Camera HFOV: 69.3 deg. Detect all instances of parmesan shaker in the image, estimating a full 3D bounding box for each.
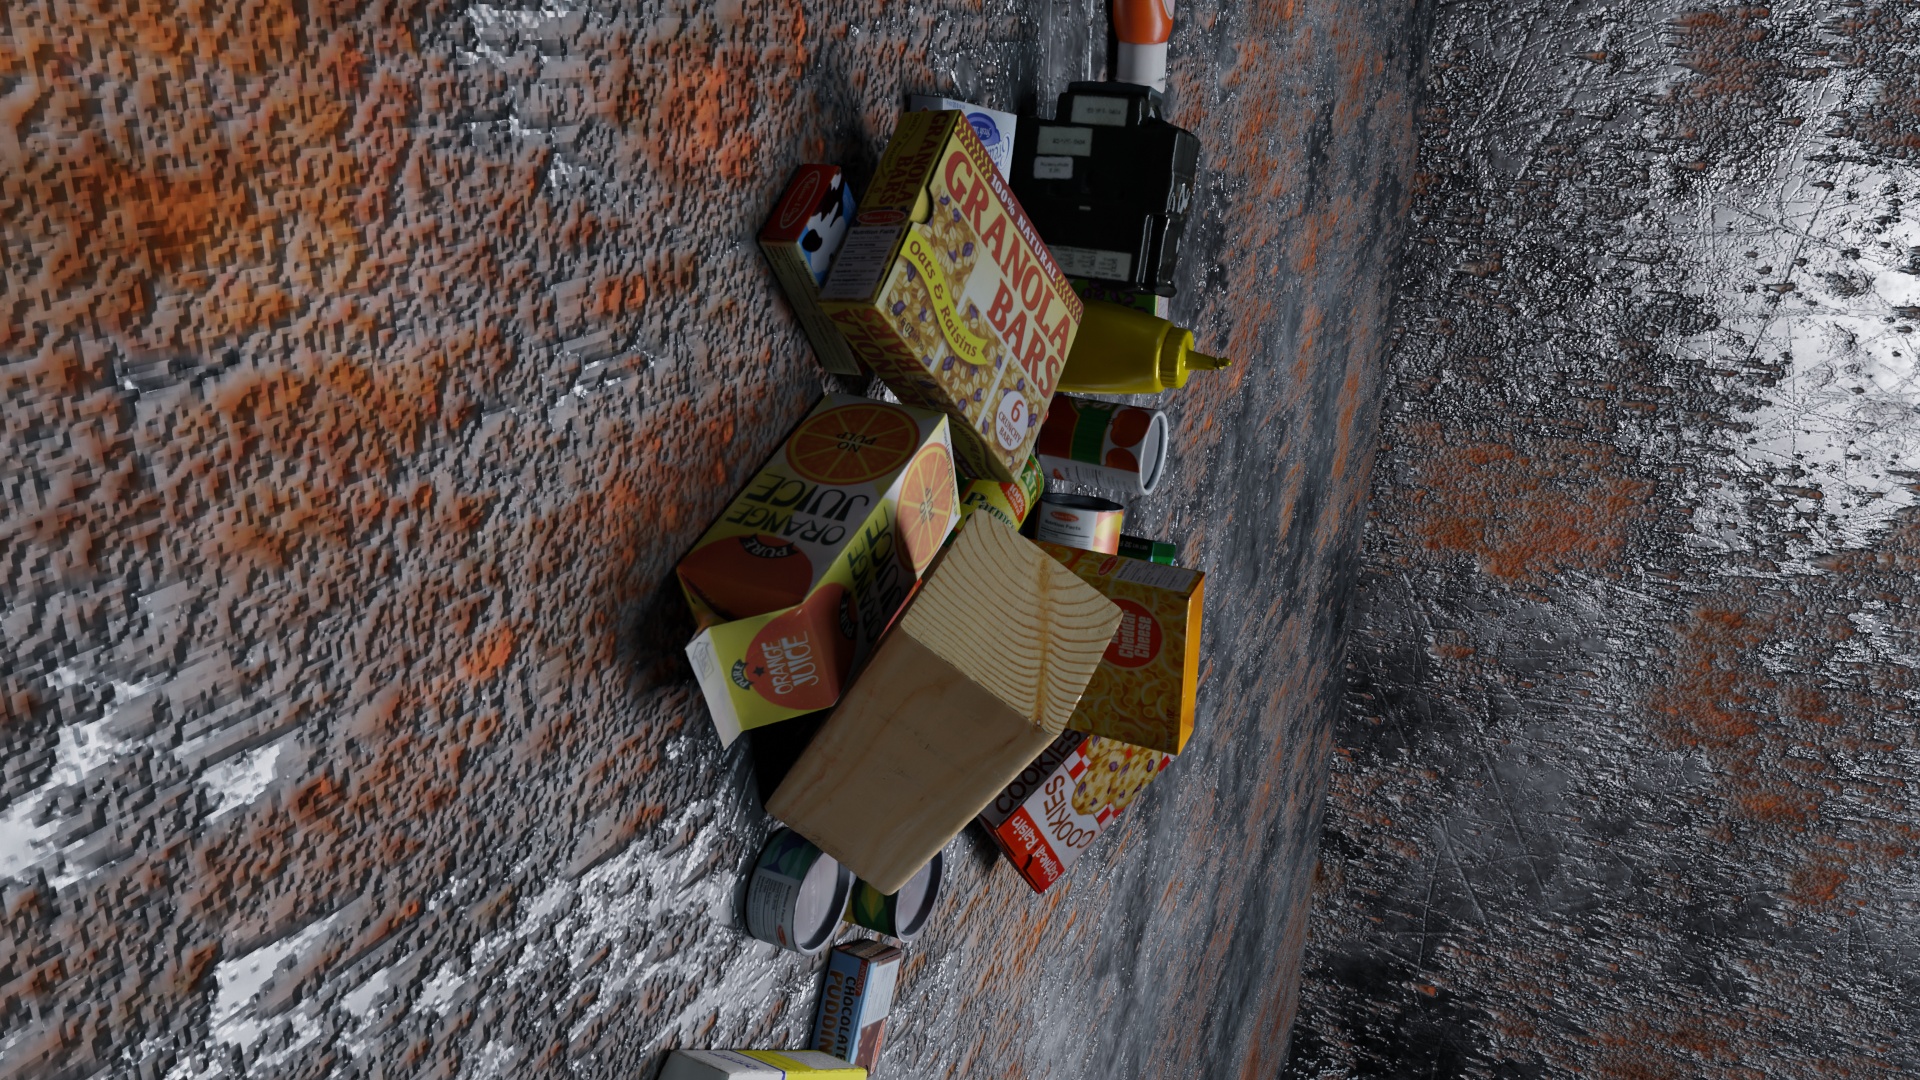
[{"bbox_3d":[0.003,-0.011,0.861,0.103,0.071,0.071,-57,149,-41],"label":"parmesan shaker"}]

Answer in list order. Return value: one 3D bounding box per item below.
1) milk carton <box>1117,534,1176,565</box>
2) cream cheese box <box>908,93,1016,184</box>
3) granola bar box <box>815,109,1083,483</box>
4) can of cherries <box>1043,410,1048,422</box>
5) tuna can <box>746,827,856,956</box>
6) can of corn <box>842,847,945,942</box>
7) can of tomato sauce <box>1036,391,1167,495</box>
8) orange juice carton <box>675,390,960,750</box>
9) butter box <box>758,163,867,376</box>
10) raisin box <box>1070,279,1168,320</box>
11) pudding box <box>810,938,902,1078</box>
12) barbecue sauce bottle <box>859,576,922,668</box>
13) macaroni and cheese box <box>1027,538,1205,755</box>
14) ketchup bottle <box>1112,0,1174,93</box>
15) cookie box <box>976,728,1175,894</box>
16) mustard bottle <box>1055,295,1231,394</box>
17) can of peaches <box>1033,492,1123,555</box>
[{"bbox_3d":[0.126,0.089,1.185,0.073,0.072,0.190,5,96,-67],"label":"milk carton"},{"bbox_3d":[0.000,-0.228,0.813,0.104,0.024,0.053,-24,123,-63],"label":"cream cheese box"},{"bbox_3d":[0.002,-0.125,0.740,0.165,0.039,0.124,48,56,-49],"label":"granola bar box"},{"bbox_3d":[0.022,-0.102,0.865,0.072,0.071,0.058,-46,142,-52],"label":"can of cherries"},{"bbox_3d":[-0.089,0.197,0.786,0.071,0.033,0.071,10,91,-67],"label":"tuna can"},{"bbox_3d":[-0.049,0.202,0.849,0.071,0.058,0.071,10,91,-67],"label":"can of corn"},{"bbox_3d":[0.109,-0.075,1.058,0.071,0.083,0.071,11,91,-67],"label":"can of tomato sauce"},{"bbox_3d":[-0.074,0.012,0.687,0.194,0.073,0.071,-56,149,-41],"label":"orange juice carton"},{"bbox_3d":[-0.065,-0.135,0.704,0.053,0.024,0.103,-66,154,-26],"label":"butter box"},{"bbox_3d":[0.105,-0.207,0.984,0.040,0.086,0.122,-48,143,-55],"label":"raisin box"},{"bbox_3d":[-0.068,0.302,0.887,0.049,0.030,0.083,19,83,-68],"label":"pudding box"},{"bbox_3d":[-0.038,0.071,0.836,0.147,0.044,0.065,77,30,-45],"label":"barbecue sauce bottle"},{"bbox_3d":[0.077,0.067,0.941,0.040,0.166,0.123,-43,138,-55],"label":"macaroni and cheese box"},{"bbox_3d":[0.135,-0.407,1.022,0.065,0.043,0.148,-43,139,-54],"label":"ketchup bottle"},{"bbox_3d":[0.093,0.186,1.095,0.168,0.040,0.122,-43,139,-13],"label":"cookie box"},{"bbox_3d":[0.101,-0.125,0.920,0.049,0.160,0.065,-31,130,-62],"label":"mustard bottle"},{"bbox_3d":[0.090,-0.002,1.068,0.071,0.071,0.058,-16,115,-65],"label":"can of peaches"}]
